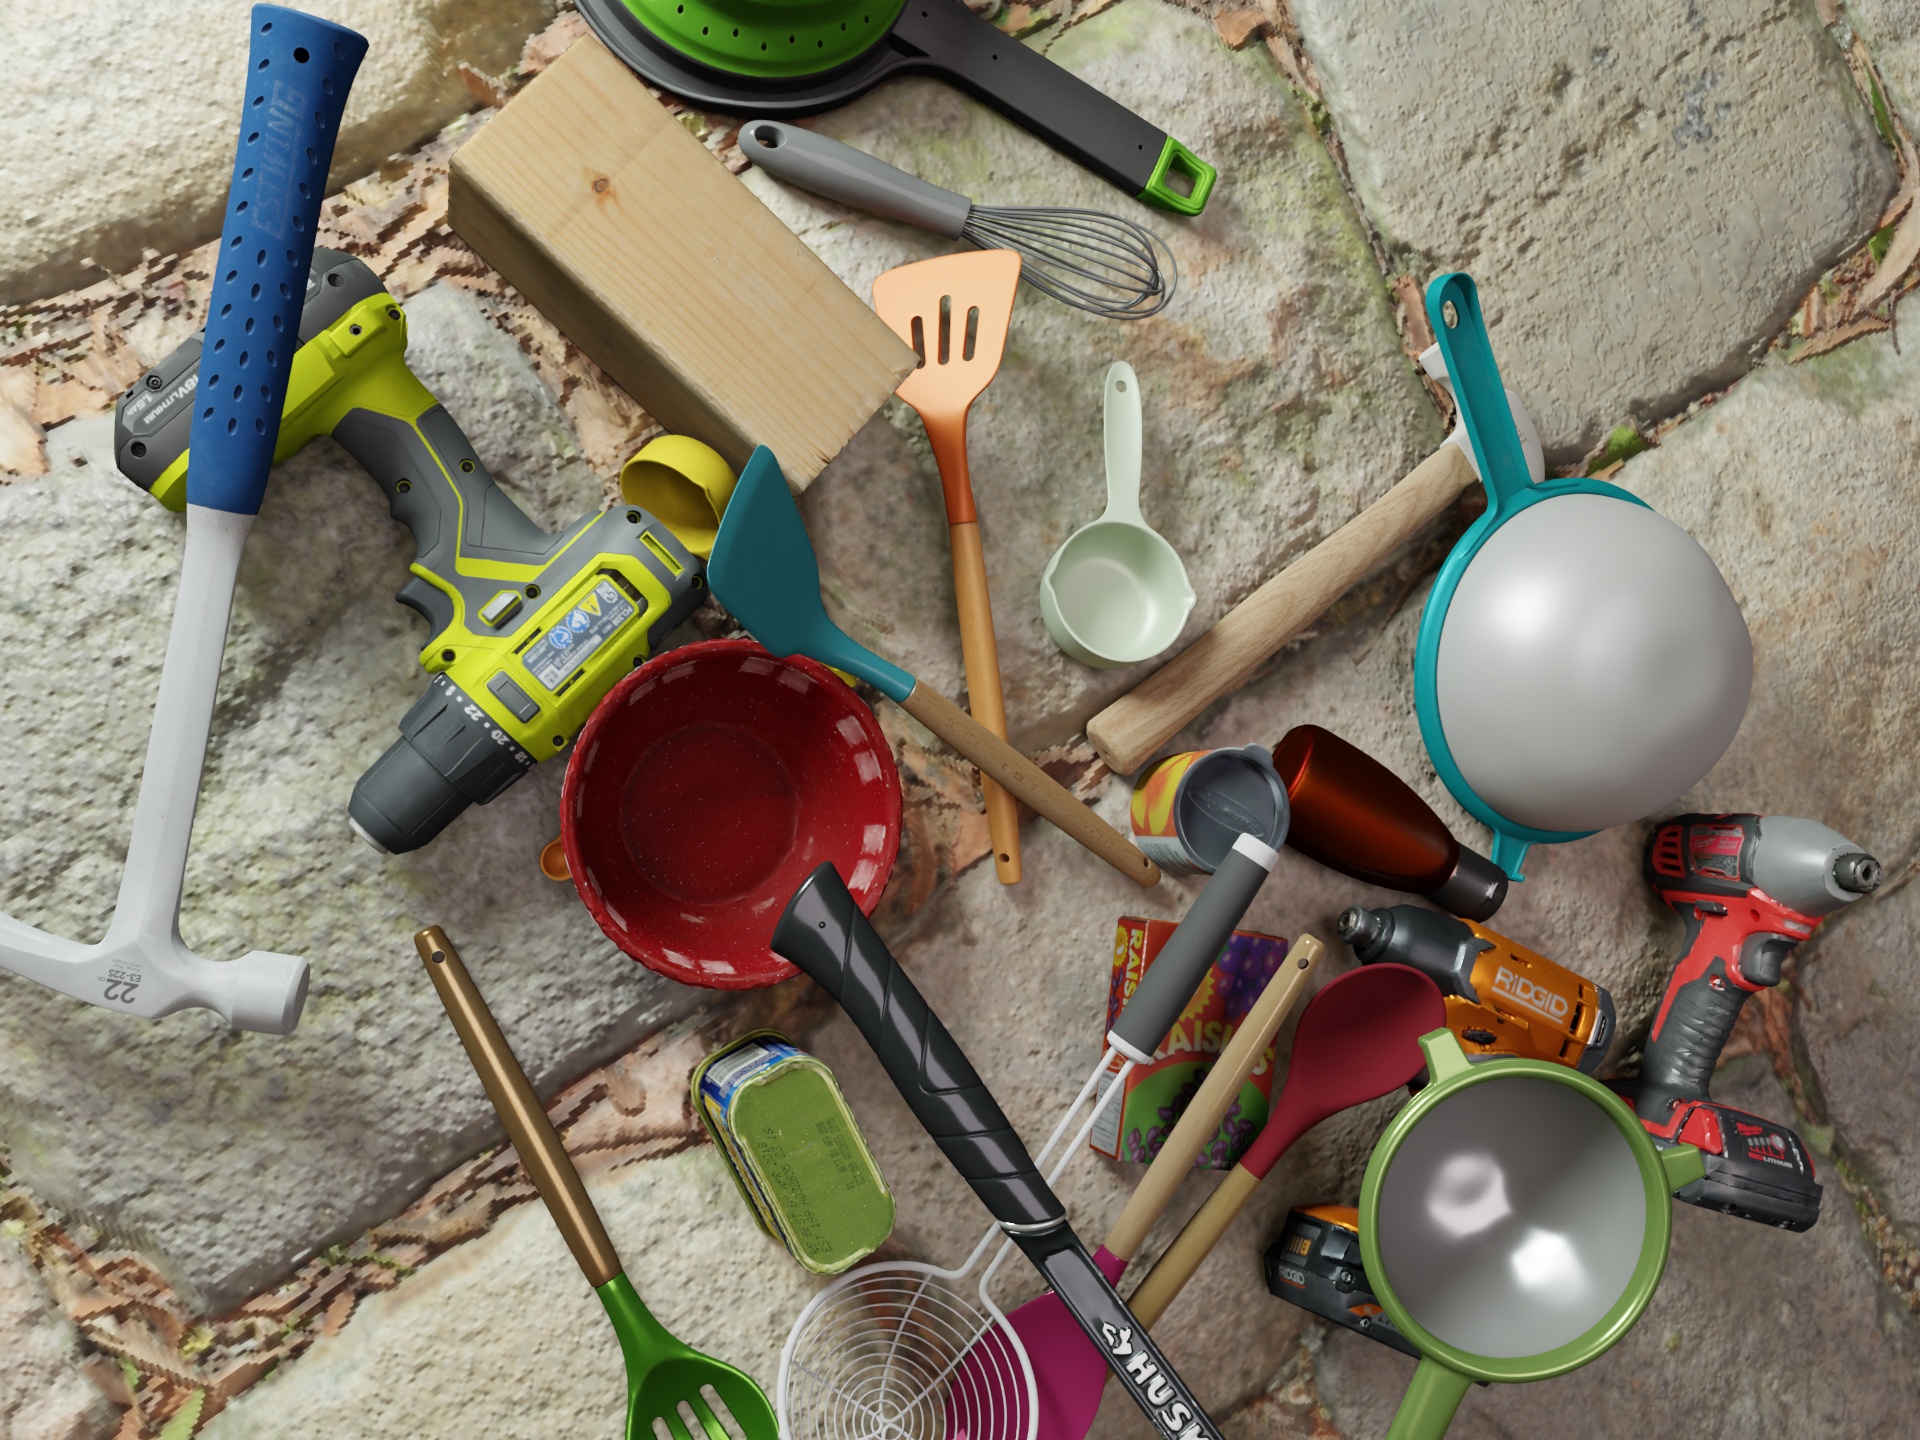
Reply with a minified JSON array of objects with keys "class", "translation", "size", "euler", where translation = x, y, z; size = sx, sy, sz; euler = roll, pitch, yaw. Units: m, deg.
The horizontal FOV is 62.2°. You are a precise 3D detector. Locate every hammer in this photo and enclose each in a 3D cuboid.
[{"class":"hammer","translation":[0.048,0.236,0.711],"size":[0.149,0.036,0.409],"euler":[-36,88,-6]},{"class":"hammer","translation":[-0.305,-0.076,0.638],"size":[0.144,0.035,0.405],"euler":[12,97,-13]},{"class":"hammer","translation":[0.202,-0.078,0.882],"size":[0.331,0.031,0.130],"euler":[-38,98,-17]}]

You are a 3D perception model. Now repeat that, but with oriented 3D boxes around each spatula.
[{"class":"spatula","translation":[0.008,-0.077,0.812],"size":[0.081,0.041,0.322],"euler":[-6,96,17]},{"class":"spatula","translation":[-0.001,-0.002,0.763],"size":[0.317,0.044,0.082],"euler":[37,50,-28]}]

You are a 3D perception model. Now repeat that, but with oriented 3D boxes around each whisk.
[{"class":"whisk","translation":[0.001,-0.262,0.821],"size":[0.239,0.055,0.055],"euler":[17,81,-12]}]

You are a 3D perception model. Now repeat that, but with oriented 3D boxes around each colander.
[{"class":"colander","translation":[-0.025,-0.375,0.794],"size":[0.397,0.094,0.204],"euler":[26,79,-15]}]

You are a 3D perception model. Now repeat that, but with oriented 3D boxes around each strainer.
[{"class":"strainer","translation":[0.338,-0.083,0.859],"size":[0.211,0.095,0.340],"euler":[-30,109,-16]},{"class":"strainer","translation":[0.234,0.280,0.766],"size":[0.151,0.069,0.256],"euler":[25,89,-5]}]

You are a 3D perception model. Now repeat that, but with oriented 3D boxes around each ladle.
[{"class":"ladle","translation":[0.131,0.248,0.800],"size":[0.069,0.031,0.315],"euler":[38,91,-8]}]

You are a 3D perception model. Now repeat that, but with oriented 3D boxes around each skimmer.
[{"class":"skimmer","translation":[0.048,0.210,0.753],"size":[0.127,0.090,0.363],"euler":[34,87,5]}]

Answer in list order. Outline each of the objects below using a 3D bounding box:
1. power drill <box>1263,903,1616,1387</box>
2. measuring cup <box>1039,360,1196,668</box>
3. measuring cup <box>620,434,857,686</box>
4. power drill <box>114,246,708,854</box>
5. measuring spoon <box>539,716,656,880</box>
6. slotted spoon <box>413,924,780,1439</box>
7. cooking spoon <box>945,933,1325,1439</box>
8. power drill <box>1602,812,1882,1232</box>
[{"class":"power drill","translation":[0.246,0.215,0.851],"size":[0.164,0.084,0.226],"euler":[27,75,-12]},{"class":"measuring cup","translation":[0.080,-0.107,0.843],"size":[0.083,0.038,0.168],"euler":[6,75,-14]},{"class":"measuring cup","translation":[-0.100,-0.077,0.778],"size":[0.156,0.062,0.029],"euler":[46,54,-22]},{"class":"power drill","translation":[-0.253,-0.072,0.707],"size":[0.190,0.080,0.228],"euler":[-46,102,-11]},{"class":"measuring spoon","translation":[-0.171,0.023,0.763],"size":[0.021,0.011,0.117],"euler":[33,73,-29]},{"class":"slotted spoon","translation":[-0.173,0.234,0.737],"size":[0.070,0.031,0.314],"euler":[-28,93,-18]},{"class":"cooking spoon","translation":[0.091,0.243,0.790],"size":[0.069,0.017,0.319],"euler":[32,91,9]},{"class":"power drill","translation":[0.431,0.158,0.883],"size":[0.078,0.143,0.220],"euler":[17,83,-14]}]
